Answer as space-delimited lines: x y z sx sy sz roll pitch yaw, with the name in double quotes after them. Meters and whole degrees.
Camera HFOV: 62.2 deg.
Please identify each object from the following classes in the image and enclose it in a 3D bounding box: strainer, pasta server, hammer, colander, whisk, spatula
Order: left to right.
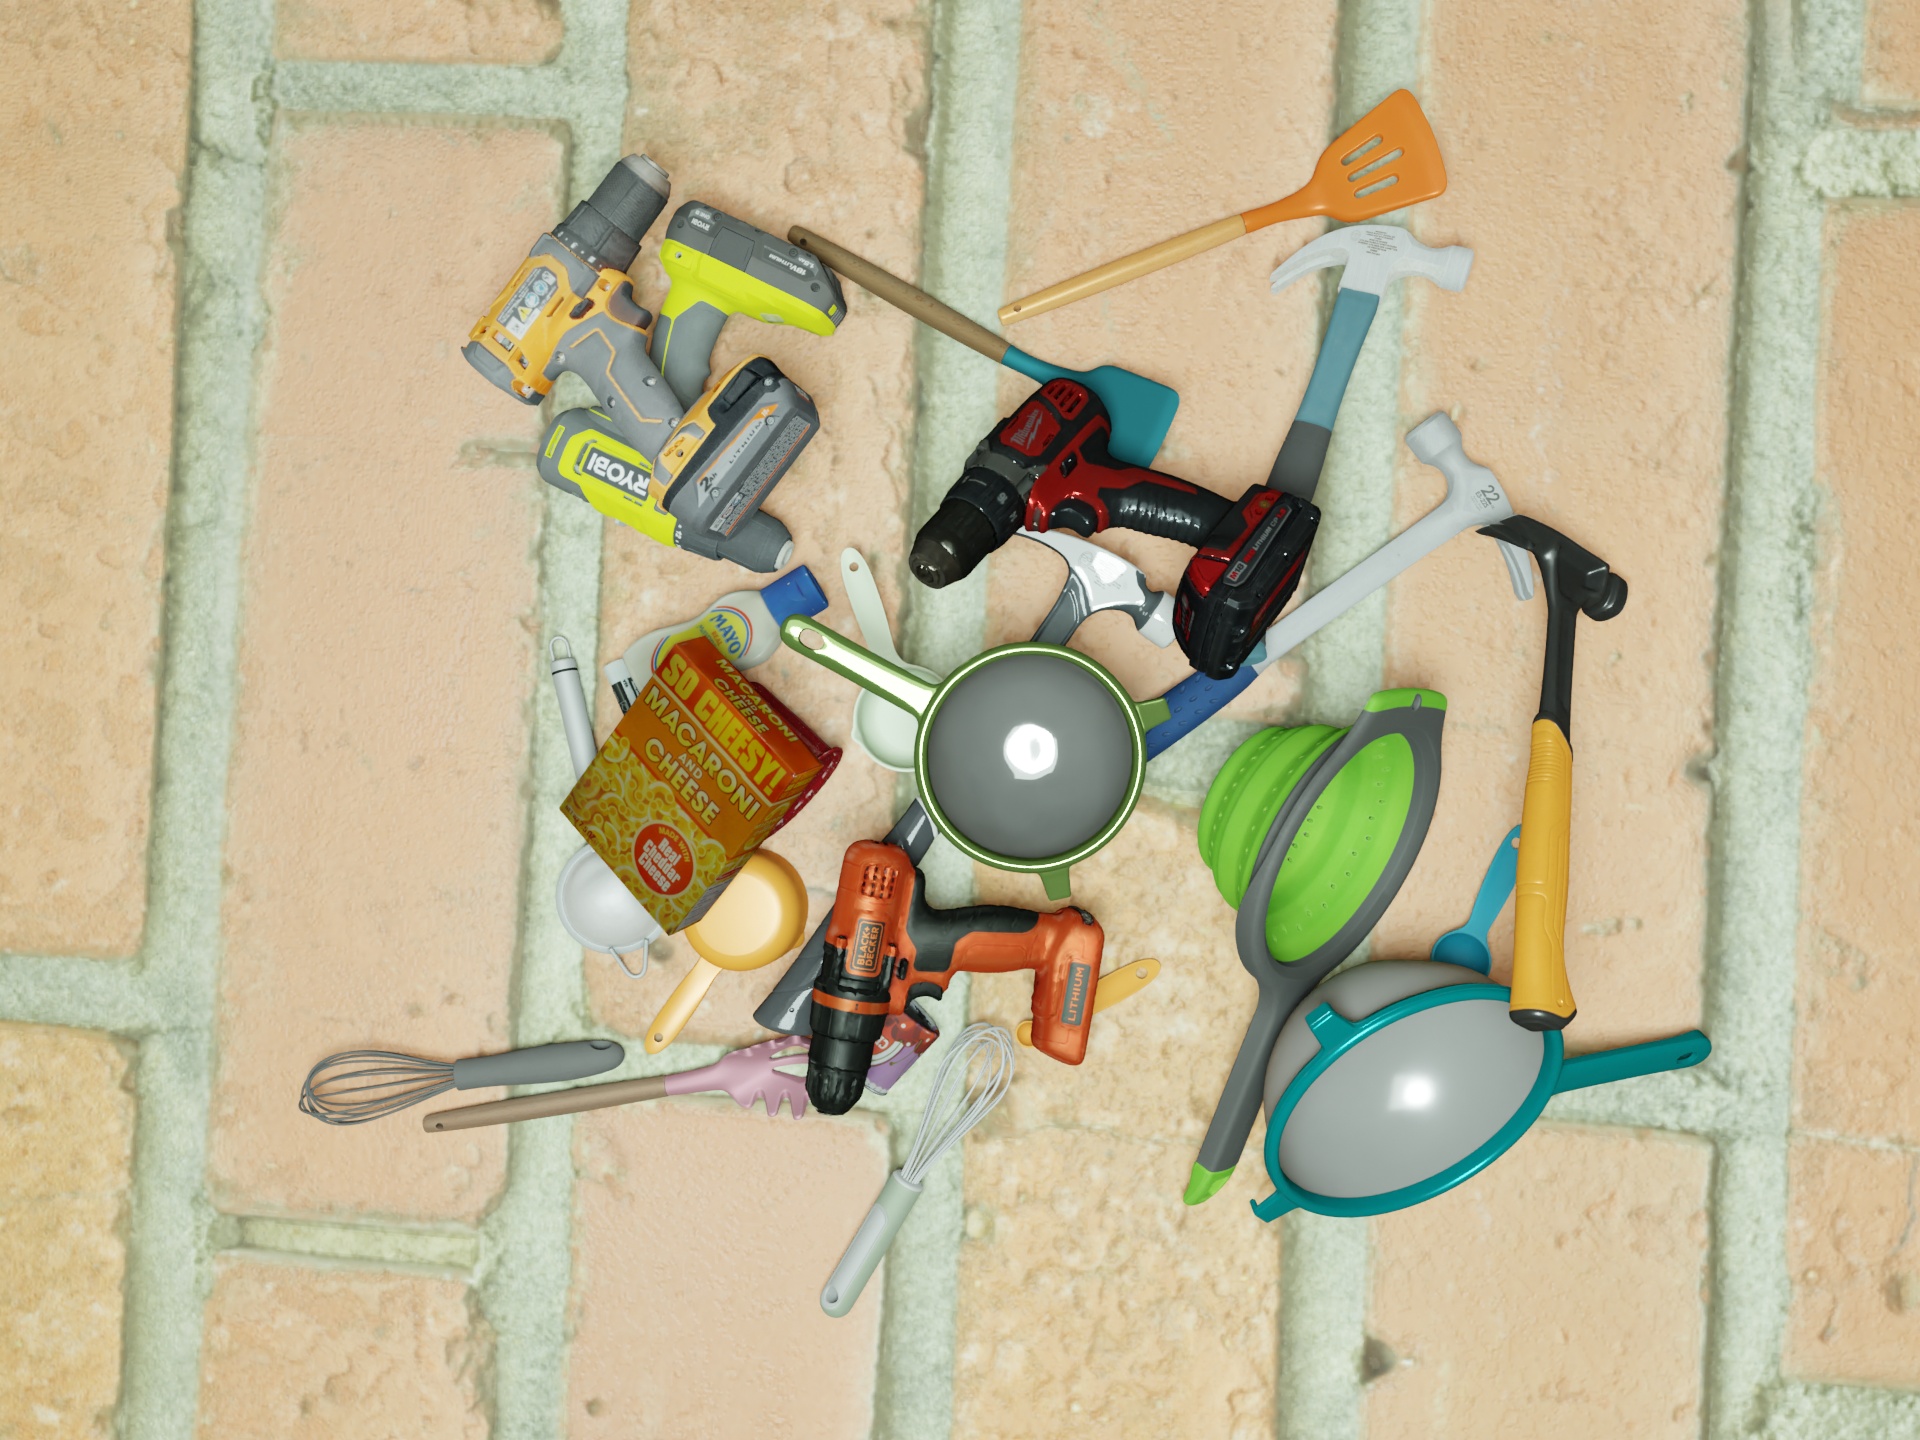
-0.364 0.258 1.160 0.239 0.055 0.055 -7 88 -1 "whisk"
-0.267 0.063 1.158 0.087 0.050 0.258 -14 85 -6 "strainer"
-0.240 0.272 1.151 0.316 0.040 0.060 -10 103 5 "pasta server"
-0.034 0.321 1.131 0.058 0.059 0.246 35 97 40 "whisk"
-0.016 0.048 1.103 0.149 0.036 0.409 35 91 -3 "hammer"
-0.002 -0.003 1.050 0.256 0.069 0.151 28 95 -2 "strainer"
0.008 -0.275 1.140 0.317 0.044 0.082 30 118 6 "spatula"
0.178 -0.348 1.130 0.322 0.041 0.081 -20 86 5 "spatula"
0.202 0.145 1.091 0.095 0.204 0.397 30 110 37 "colander"
0.215 -0.043 1.124 0.405 0.035 0.144 -36 86 3 "hammer"
0.241 -0.190 1.101 0.128 0.033 0.331 19 84 16 "hammer"
0.345 0.221 1.081 0.340 0.095 0.210 -6 126 -17 "strainer"
0.376 0.031 1.024 0.127 0.034 0.337 24 65 -28 "hammer"

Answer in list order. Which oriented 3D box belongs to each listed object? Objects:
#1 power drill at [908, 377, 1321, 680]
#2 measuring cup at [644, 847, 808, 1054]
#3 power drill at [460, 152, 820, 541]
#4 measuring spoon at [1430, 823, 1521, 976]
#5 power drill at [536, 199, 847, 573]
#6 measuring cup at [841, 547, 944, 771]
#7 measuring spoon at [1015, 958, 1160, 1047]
0.096 -0.117 1.034 0.227 0.080 0.188 30 60 17 "power drill"
-0.180 0.171 1.140 0.095 0.052 0.173 35 90 4 "measuring cup"
-0.201 -0.252 1.066 0.226 0.084 0.185 40 97 9 "power drill"
0.369 0.131 1.122 0.042 0.021 0.128 28 82 5 "measuring spoon"
-0.173 -0.231 1.138 0.190 0.080 0.228 26 94 6 "power drill"
-0.052 -0.044 1.144 0.083 0.038 0.167 -20 86 4 "measuring cup"
0.092 0.202 1.143 0.117 0.011 0.021 -28 87 0 "measuring spoon"
